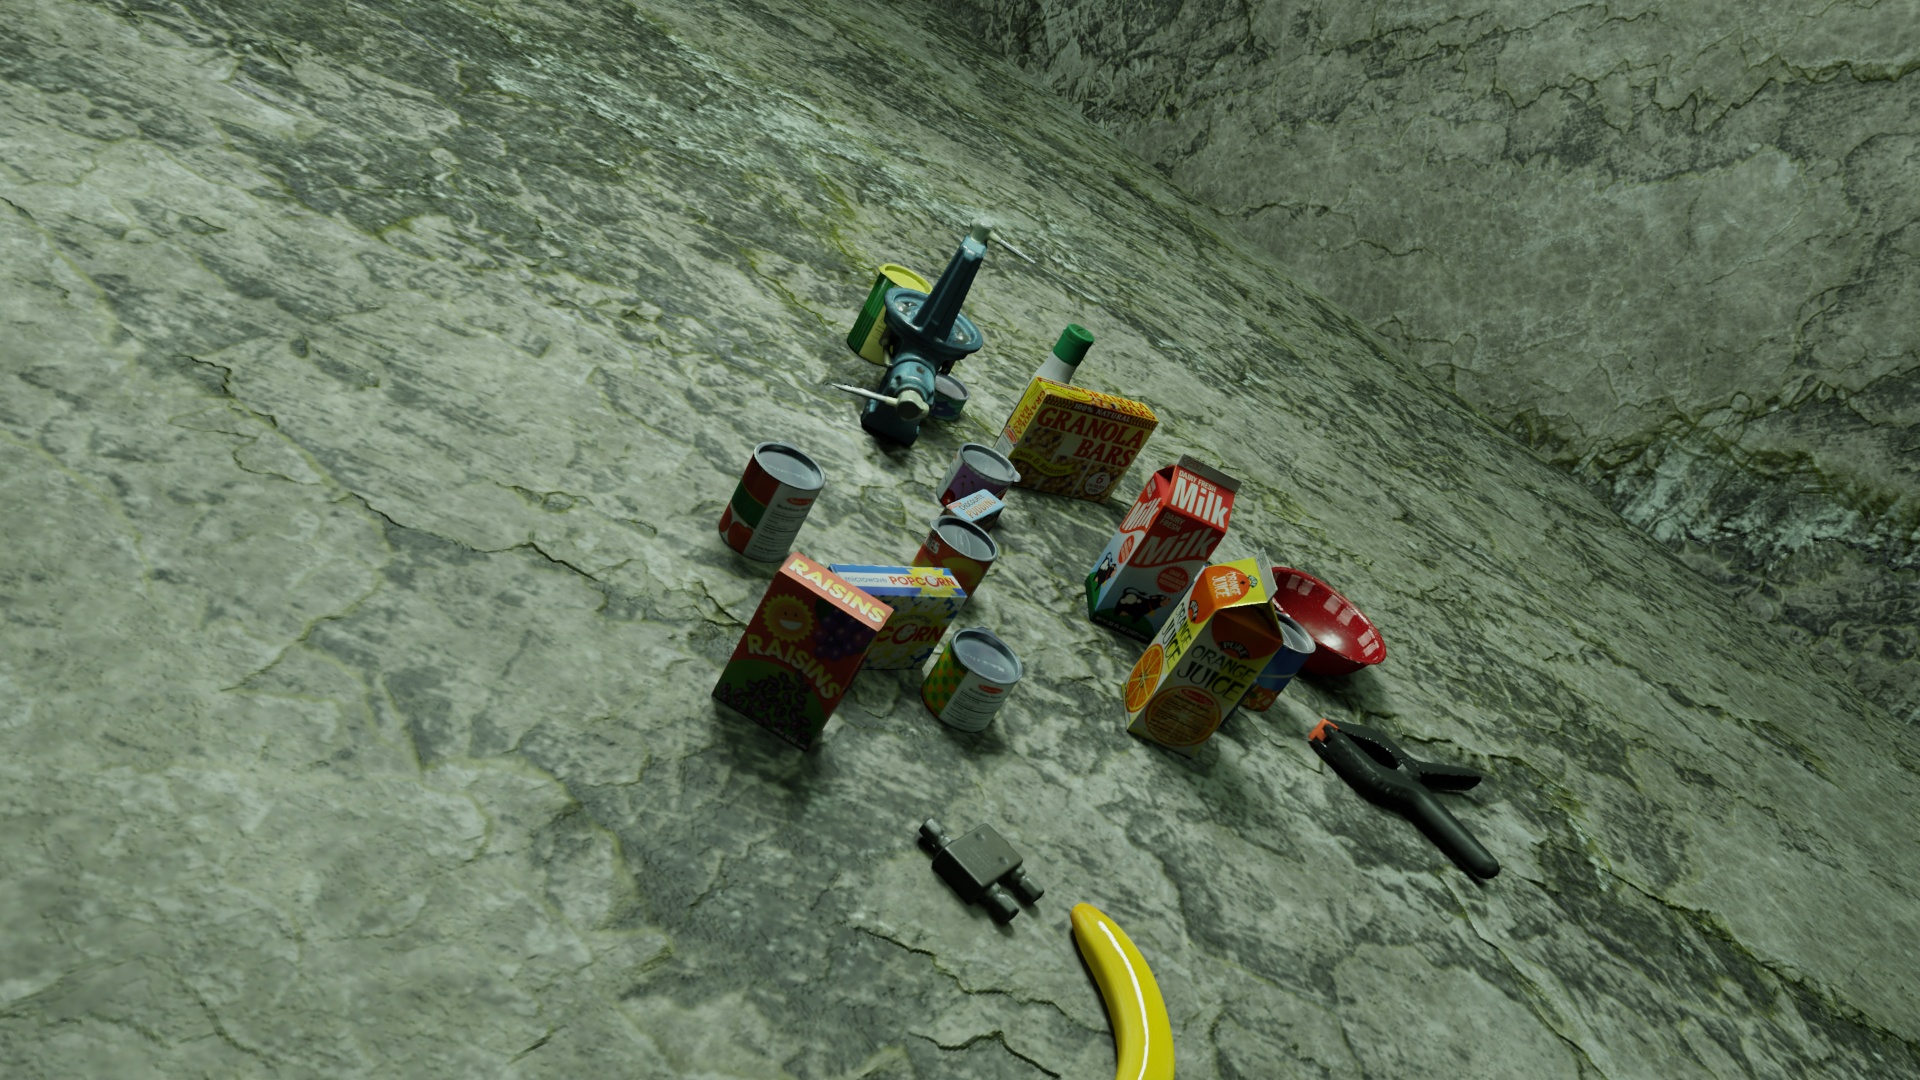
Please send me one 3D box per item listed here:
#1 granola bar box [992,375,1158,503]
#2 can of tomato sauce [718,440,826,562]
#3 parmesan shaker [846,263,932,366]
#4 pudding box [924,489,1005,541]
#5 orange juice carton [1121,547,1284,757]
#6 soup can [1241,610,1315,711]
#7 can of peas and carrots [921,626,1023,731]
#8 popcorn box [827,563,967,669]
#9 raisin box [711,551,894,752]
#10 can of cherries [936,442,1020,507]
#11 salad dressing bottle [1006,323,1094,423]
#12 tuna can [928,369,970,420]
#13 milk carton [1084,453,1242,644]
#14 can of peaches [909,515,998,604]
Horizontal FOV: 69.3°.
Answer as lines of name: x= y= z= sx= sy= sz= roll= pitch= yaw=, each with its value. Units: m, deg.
granola bar box: x=0.126 y=-0.112 z=1.574 sx=0.166 sy=0.123 sz=0.039 roll=10 pitch=34 yaw=-35
can of tomato sauce: x=-0.164 y=-0.034 z=1.199 sx=0.071 sy=0.082 sz=0.071 roll=24 pitch=28 yaw=-13
parmesan shaker: x=-0.087 y=-0.267 z=1.644 sx=0.071 sy=0.102 sz=0.071 roll=24 pitch=28 yaw=-13
pudding box: x=0.005 y=-0.017 z=1.376 sx=0.030 sy=0.049 sz=0.084 roll=39 pitch=28 yaw=15
orange juice carton: x=0.226 y=0.097 z=1.250 sx=0.073 sy=0.191 sz=0.072 roll=25 pitch=27 yaw=-12
soup can: x=0.306 y=0.121 z=1.409 sx=0.071 sy=0.083 sz=0.072 roll=24 pitch=28 yaw=-13
can of peas and carrots: x=0.009 y=0.114 z=1.150 sx=0.071 sy=0.058 sz=0.071 roll=24 pitch=28 yaw=-13
popcorn box: x=-0.067 y=0.063 z=1.130 sx=0.127 sy=0.085 sz=0.038 roll=4 pitch=38 yaw=-42
raisin box: x=-0.115 y=0.081 z=1.010 sx=0.086 sy=0.122 sz=0.040 roll=32 pitch=27 yaw=1
can of cherries: x=0.018 y=-0.059 z=1.449 sx=0.071 sy=0.058 sz=0.072 roll=24 pitch=28 yaw=-13
salad dressing bottle: x=0.108 y=-0.189 z=1.660 sx=0.044 sy=0.147 sz=0.064 roll=37 pitch=27 yaw=11
tuna can: x=-0.027 y=-0.171 z=1.620 sx=0.071 sy=0.032 sz=0.071 roll=24 pitch=28 yaw=-13
milk carton: x=0.202 y=0.002 z=1.387 sx=0.072 sy=0.189 sz=0.074 roll=24 pitch=28 yaw=-14
can of peaches: x=-0.009 y=0.018 z=1.294 sx=0.071 sy=0.057 sz=0.071 roll=24 pitch=28 yaw=-13
